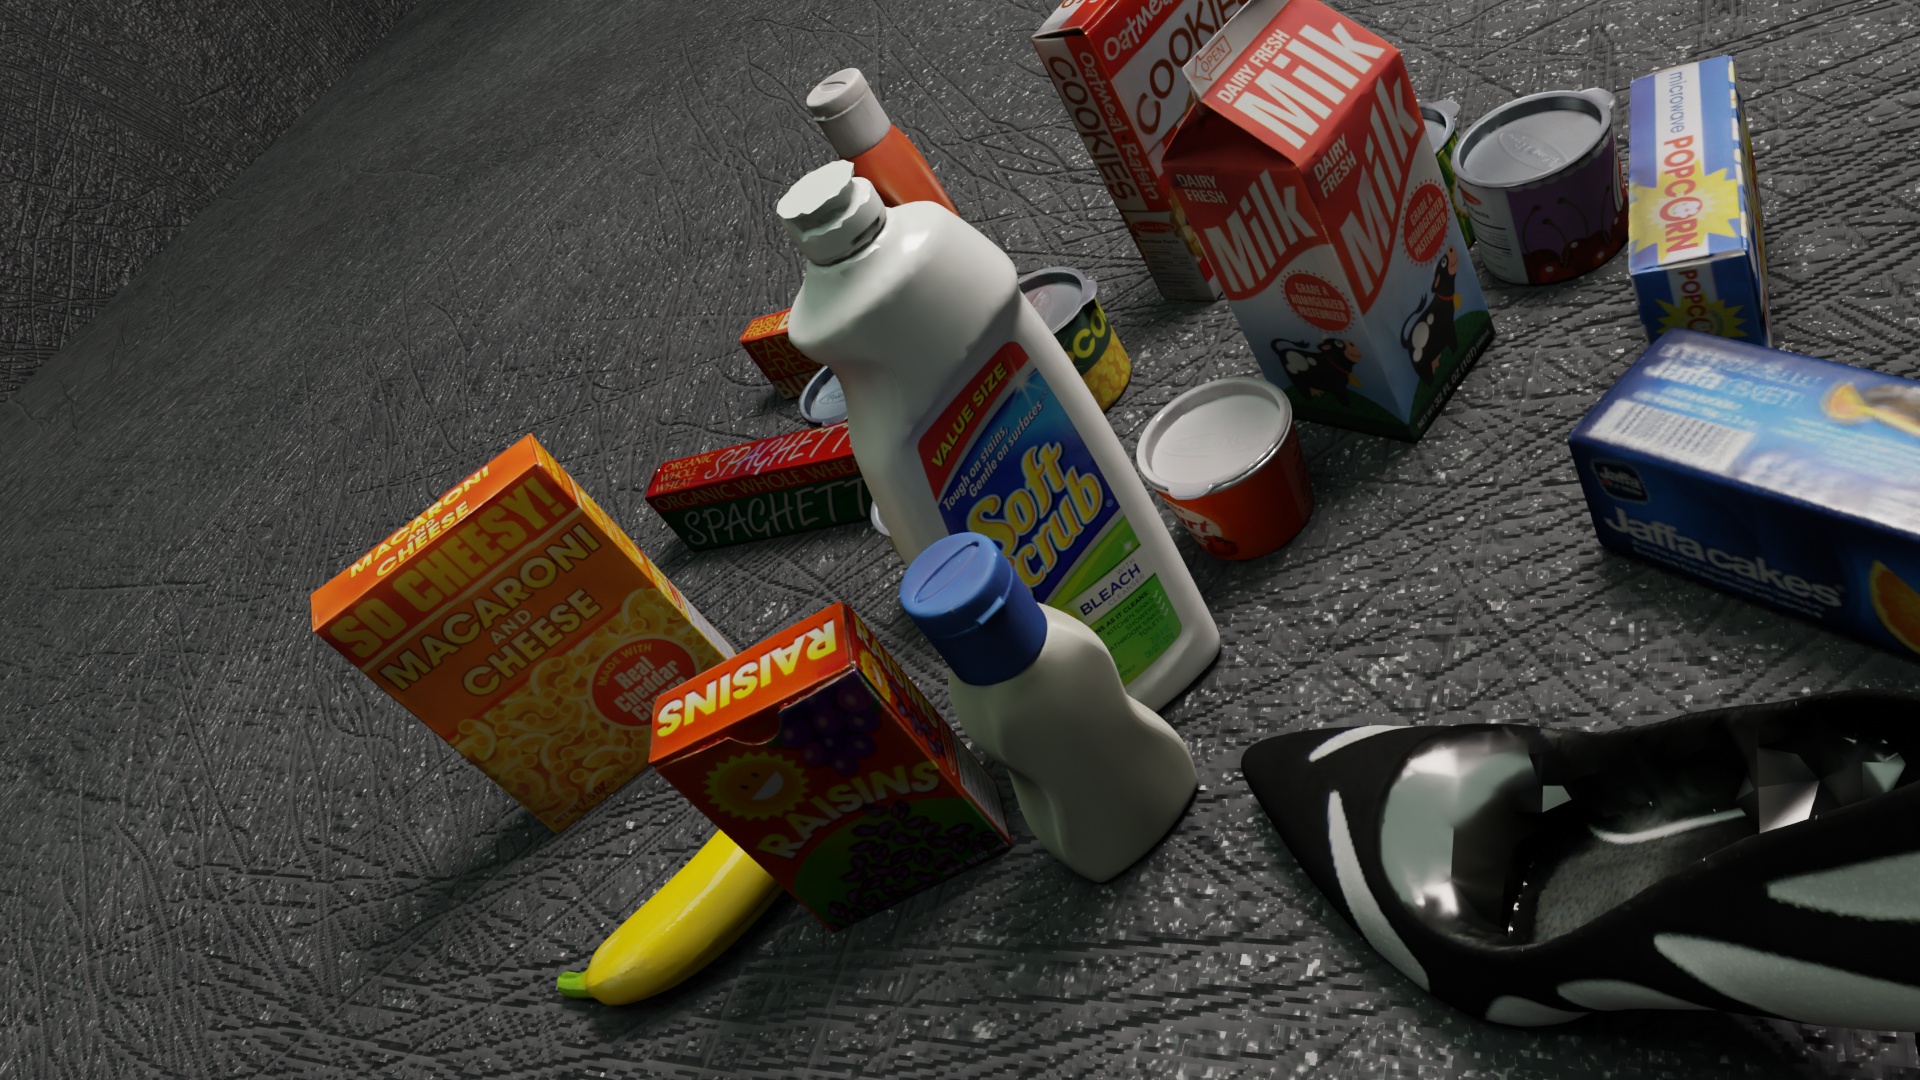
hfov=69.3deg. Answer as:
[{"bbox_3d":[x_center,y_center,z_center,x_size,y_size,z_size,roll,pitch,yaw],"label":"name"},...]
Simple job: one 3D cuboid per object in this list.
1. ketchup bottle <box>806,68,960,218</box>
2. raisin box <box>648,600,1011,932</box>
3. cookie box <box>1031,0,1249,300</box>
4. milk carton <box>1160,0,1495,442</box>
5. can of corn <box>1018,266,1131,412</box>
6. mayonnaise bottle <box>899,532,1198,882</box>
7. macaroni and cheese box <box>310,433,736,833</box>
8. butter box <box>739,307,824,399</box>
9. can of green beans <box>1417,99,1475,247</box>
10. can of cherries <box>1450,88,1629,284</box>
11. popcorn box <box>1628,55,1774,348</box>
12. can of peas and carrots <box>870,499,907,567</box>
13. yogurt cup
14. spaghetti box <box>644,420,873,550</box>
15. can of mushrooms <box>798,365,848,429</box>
[{"bbox_3d":[-0.040,-0.213,0.843,0.044,0.148,0.065,-49,38,-17],"label":"ketchup bottle"},{"bbox_3d":[-0.048,0.090,0.532,0.086,0.123,0.040,-27,37,11],"label":"raisin box"},{"bbox_3d":[0.119,-0.228,0.719,0.040,0.167,0.123,13,58,46],"label":"cookie box"},{"bbox_3d":[0.148,-0.135,0.573,0.073,0.190,0.072,20,63,48],"label":"milk carton"},{"bbox_3d":[0.050,-0.099,0.722,0.071,0.058,0.071,-21,38,18],"label":"can of corn"},{"bbox_3d":[0.030,0.058,0.486,0.065,0.147,0.041,-44,37,-11],"label":"mayonnaise bottle"},{"bbox_3d":[-0.199,0.048,0.662,0.124,0.166,0.040,-38,36,-3],"label":"macaroni and cheese box"},{"bbox_3d":[-0.080,-0.120,0.852,0.103,0.053,0.024,-8,44,32],"label":"butter box"},{"bbox_3d":[0.212,-0.169,0.672,0.071,0.057,0.071,-21,38,18],"label":"can of green beans"},{"bbox_3d":[0.263,-0.158,0.620,0.071,0.058,0.072,-21,38,18],"label":"can of cherries"},{"bbox_3d":[0.284,-0.113,0.531,0.038,0.085,0.127,-8,44,33],"label":"popcorn box"},{"bbox_3d":[0.002,-0.008,0.657,0.071,0.058,0.071,-21,38,18],"label":"can of peas and carrots"},{"bbox_3d":[0.117,-0.029,0.594,0.072,0.053,0.073,-21,38,18],"label":"yogurt cup"},{"bbox_3d":[-0.063,-0.036,0.747,0.249,0.050,0.029,-10,43,30],"label":"spaghetti box"},{"bbox_3d":[-0.059,-0.080,0.806,0.071,0.033,0.071,-21,38,18],"label":"can of mushrooms"}]
